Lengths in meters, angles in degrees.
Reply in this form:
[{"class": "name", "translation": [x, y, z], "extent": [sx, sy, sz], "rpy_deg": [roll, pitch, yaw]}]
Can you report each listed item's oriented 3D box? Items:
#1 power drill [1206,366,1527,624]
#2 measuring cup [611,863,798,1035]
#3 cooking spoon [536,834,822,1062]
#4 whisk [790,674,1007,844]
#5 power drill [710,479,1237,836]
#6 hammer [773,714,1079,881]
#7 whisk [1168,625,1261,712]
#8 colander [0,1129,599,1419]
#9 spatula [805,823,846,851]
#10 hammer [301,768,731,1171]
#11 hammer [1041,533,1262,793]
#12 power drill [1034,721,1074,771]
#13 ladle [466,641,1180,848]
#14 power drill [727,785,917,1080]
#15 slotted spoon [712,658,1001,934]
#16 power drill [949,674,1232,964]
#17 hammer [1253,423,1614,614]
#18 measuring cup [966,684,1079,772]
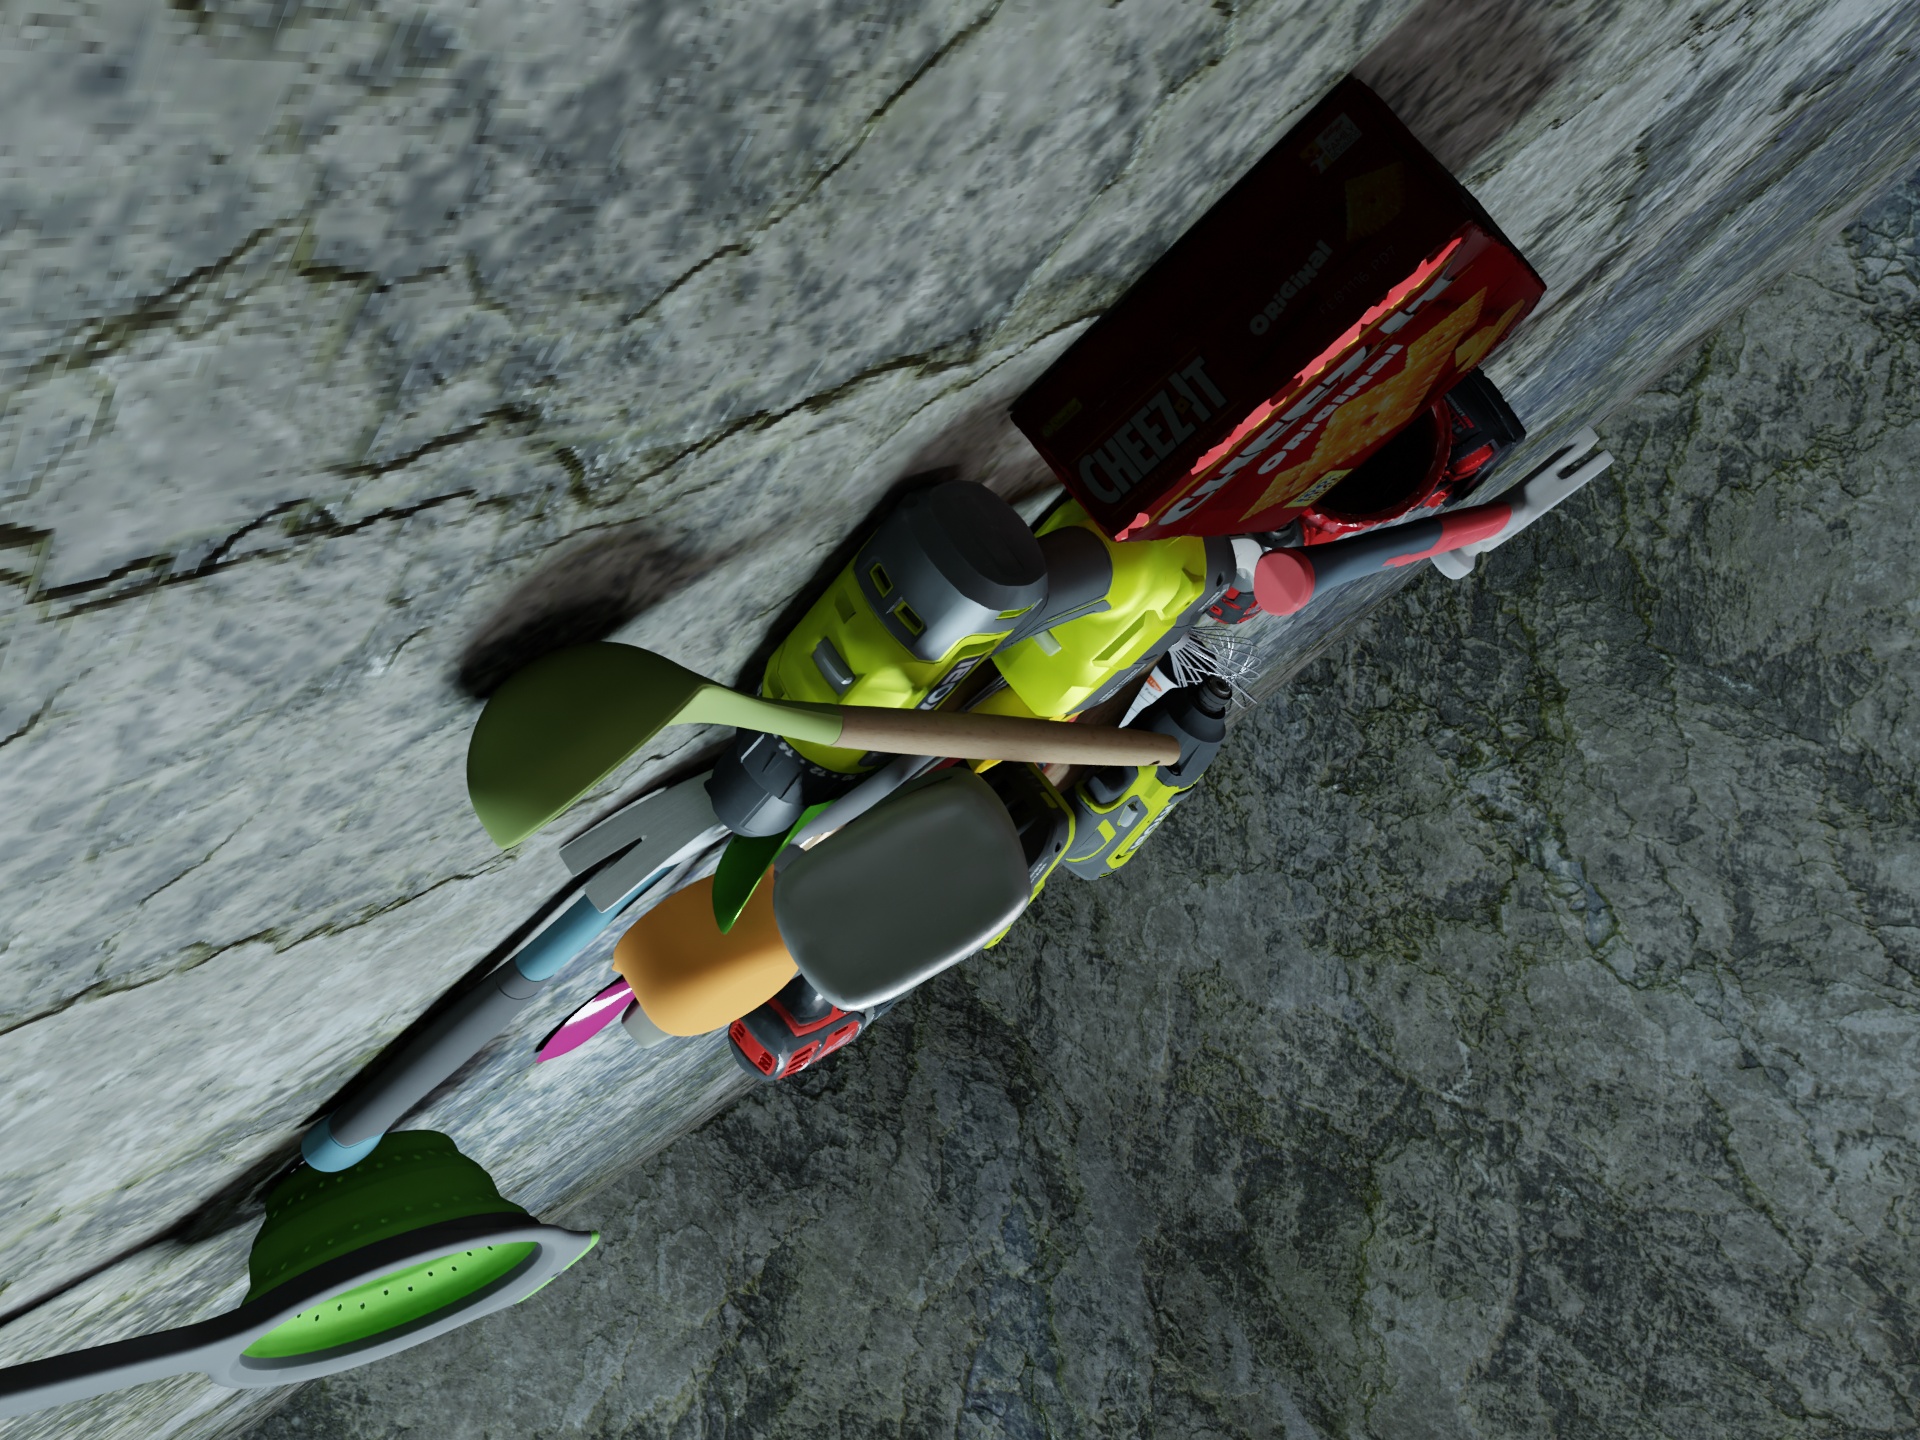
[{"class": "power drill", "translation": [0.260, -0.152, 1.071], "extent": [0.219, 0.078, 0.143], "rpy_deg": [-32, 170, -10]}, {"class": "measuring cup", "translation": [-0.114, 0.130, 0.824], "extent": [0.095, 0.052, 0.173], "rpy_deg": [-33, 159, -3]}, {"class": "cooking spoon", "translation": [-0.185, 0.147, 1.056], "extent": [0.319, 0.017, 0.069], "rpy_deg": [-41, 171, 28]}, {"class": "whisk", "translation": [-0.002, -0.004, 0.883], "extent": [0.239, 0.055, 0.055], "rpy_deg": [-35, 170, -15]}, {"class": "power drill", "translation": [0.004, -0.033, 0.694], "extent": [0.228, 0.080, 0.190], "rpy_deg": [-21, 161, -50]}, {"class": "hammer", "translation": [-0.031, 0.055, 1.018], "extent": [0.359, 0.037, 0.149], "rpy_deg": [-33, 170, -45]}, {"class": "whisk", "translation": [0.159, -0.054, 1.124], "extent": [0.070, 0.070, 0.284], "rpy_deg": [-39, 158, 13]}, {"class": "colander", "translation": [-0.397, 0.302, 0.878], "extent": [0.396, 0.095, 0.204], "rpy_deg": [5, 141, -49]}, {"class": "spatula", "translation": [-0.081, 0.063, 1.026], "extent": [0.316, 0.018, 0.060], "rpy_deg": [-43, 170, 31]}, {"class": "hammer", "translation": [-0.218, 0.128, 0.790], "extent": [0.331, 0.033, 0.128], "rpy_deg": [-40, 171, 21]}, {"class": "hammer", "translation": [0.096, -0.007, 1.040], "extent": [0.130, 0.031, 0.331], "rpy_deg": [-16, 149, -37]}, {"class": "power drill", "translation": [0.070, 0.062, 1.400], "extent": [0.164, 0.084, 0.226], "rpy_deg": [-29, 172, -39]}, {"class": "ladle", "translation": [-0.024, 0.015, 0.570], "extent": [0.320, 0.062, 0.078], "rpy_deg": [5, 157, -43]}, {"class": "power drill", "translation": [-0.060, 0.153, 1.156], "extent": [0.188, 0.080, 0.226], "rpy_deg": [-18, 144, -51]}, {"class": "slotted spoon", "translation": [-0.017, -0.003, 0.797], "extent": [0.314, 0.031, 0.070], "rpy_deg": [-42, 173, -35]}, {"class": "power drill", "translation": [0.067, 0.052, 0.967], "extent": [0.223, 0.080, 0.171], "rpy_deg": [-21, 154, -48]}, {"class": "hammer", "translation": [0.300, -0.123, 1.013], "extent": [0.143, 0.038, 0.386], "rpy_deg": [-41, 166, 36]}, {"class": "measuring cup", "translation": [0.049, -0.012, 0.857], "extent": [0.062, 0.029, 0.156], "rpy_deg": [-38, 174, 35]}]
